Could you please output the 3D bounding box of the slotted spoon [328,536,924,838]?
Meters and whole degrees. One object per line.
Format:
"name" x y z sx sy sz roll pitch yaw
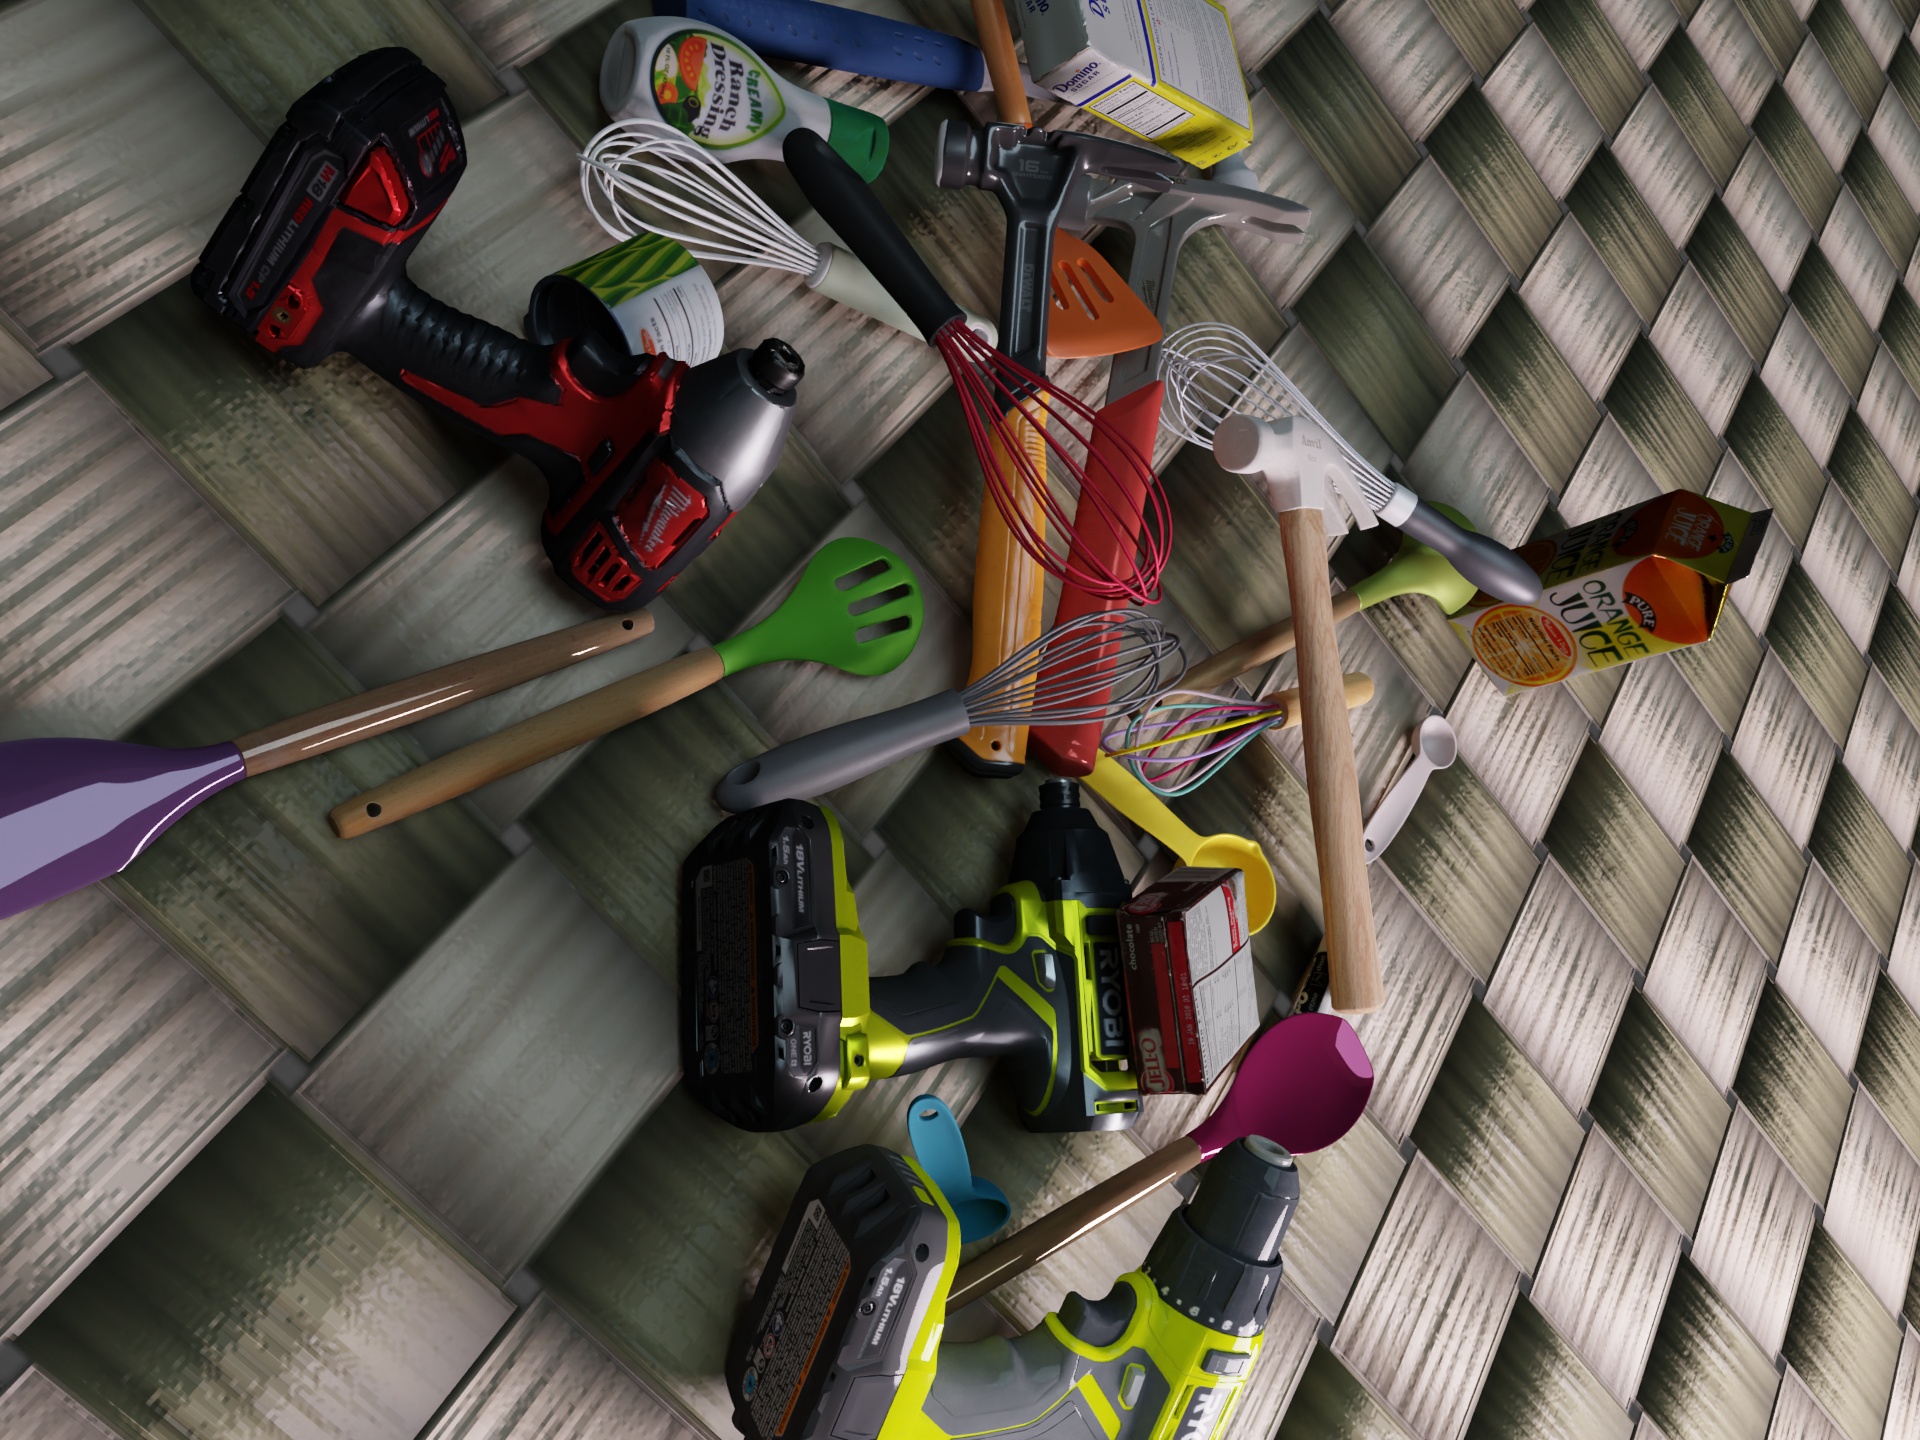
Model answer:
"slotted spoon" -0.129 -0.015 0.708 0.314 0.031 0.070 -27 97 -37

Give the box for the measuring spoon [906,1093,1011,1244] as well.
"measuring spoon" -0.007 0.192 0.698 0.042 0.128 0.021 -16 45 -2

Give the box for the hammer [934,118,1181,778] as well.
"hammer" 0.037 -0.138 0.811 0.127 0.034 0.337 6 84 -5

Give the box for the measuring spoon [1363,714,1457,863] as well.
"measuring spoon" 0.273 0.045 0.994 0.034 0.018 0.124 49 61 -14

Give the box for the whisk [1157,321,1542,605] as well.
"whisk" 0.237 -0.148 0.957 0.284 0.070 0.070 30 60 -10

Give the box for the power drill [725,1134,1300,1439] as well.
"power drill" 0.035 0.254 0.678 0.228 0.080 0.190 19 98 -29

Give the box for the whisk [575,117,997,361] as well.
"whisk" -0.079 -0.232 0.799 0.246 0.059 0.058 16 104 -36

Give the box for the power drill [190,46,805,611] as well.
"power drill" -0.174 -0.153 0.641 0.219 0.143 0.079 39 33 -20

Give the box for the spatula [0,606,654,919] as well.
"spatula" -0.255 0.004 0.616 0.316 0.018 0.060 -23 90 -37

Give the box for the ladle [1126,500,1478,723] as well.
"ladle" 0.212 -0.061 0.968 0.320 0.062 0.078 -26 91 -31

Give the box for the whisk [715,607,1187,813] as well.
"whisk" -0.001 -0.001 0.746 0.239 0.055 0.055 -20 89 -15

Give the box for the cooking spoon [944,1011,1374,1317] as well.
"cooking spoon" 0.097 0.225 0.793 0.319 0.017 0.069 -19 79 -34

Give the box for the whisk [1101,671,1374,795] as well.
"whisk" 0.168 0.000 0.900 0.245 0.047 0.051 -13 60 -45

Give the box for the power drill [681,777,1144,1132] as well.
"power drill" -0.011 0.105 0.730 0.223 0.080 0.171 8 73 -38

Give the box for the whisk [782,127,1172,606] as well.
"whisk" 0.005 -0.173 0.766 0.073 0.073 0.296 -31 80 -38

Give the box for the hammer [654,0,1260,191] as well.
"hammer" 0.015 -0.377 0.912 0.405 0.035 0.144 -5 80 -37

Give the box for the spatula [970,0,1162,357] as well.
"spatula" 0.031 -0.350 0.866 0.081 0.041 0.322 -16 92 -28

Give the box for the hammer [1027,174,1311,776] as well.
"hammer" 0.096 -0.141 0.871 0.149 0.036 0.359 10 72 4

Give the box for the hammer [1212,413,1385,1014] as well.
"hammer" 0.204 -0.004 0.890 0.130 0.031 0.331 -6 89 -50

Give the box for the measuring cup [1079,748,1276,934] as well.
"measuring cup" 0.104 0.060 0.862 0.156 0.029 0.062 40 60 -6
